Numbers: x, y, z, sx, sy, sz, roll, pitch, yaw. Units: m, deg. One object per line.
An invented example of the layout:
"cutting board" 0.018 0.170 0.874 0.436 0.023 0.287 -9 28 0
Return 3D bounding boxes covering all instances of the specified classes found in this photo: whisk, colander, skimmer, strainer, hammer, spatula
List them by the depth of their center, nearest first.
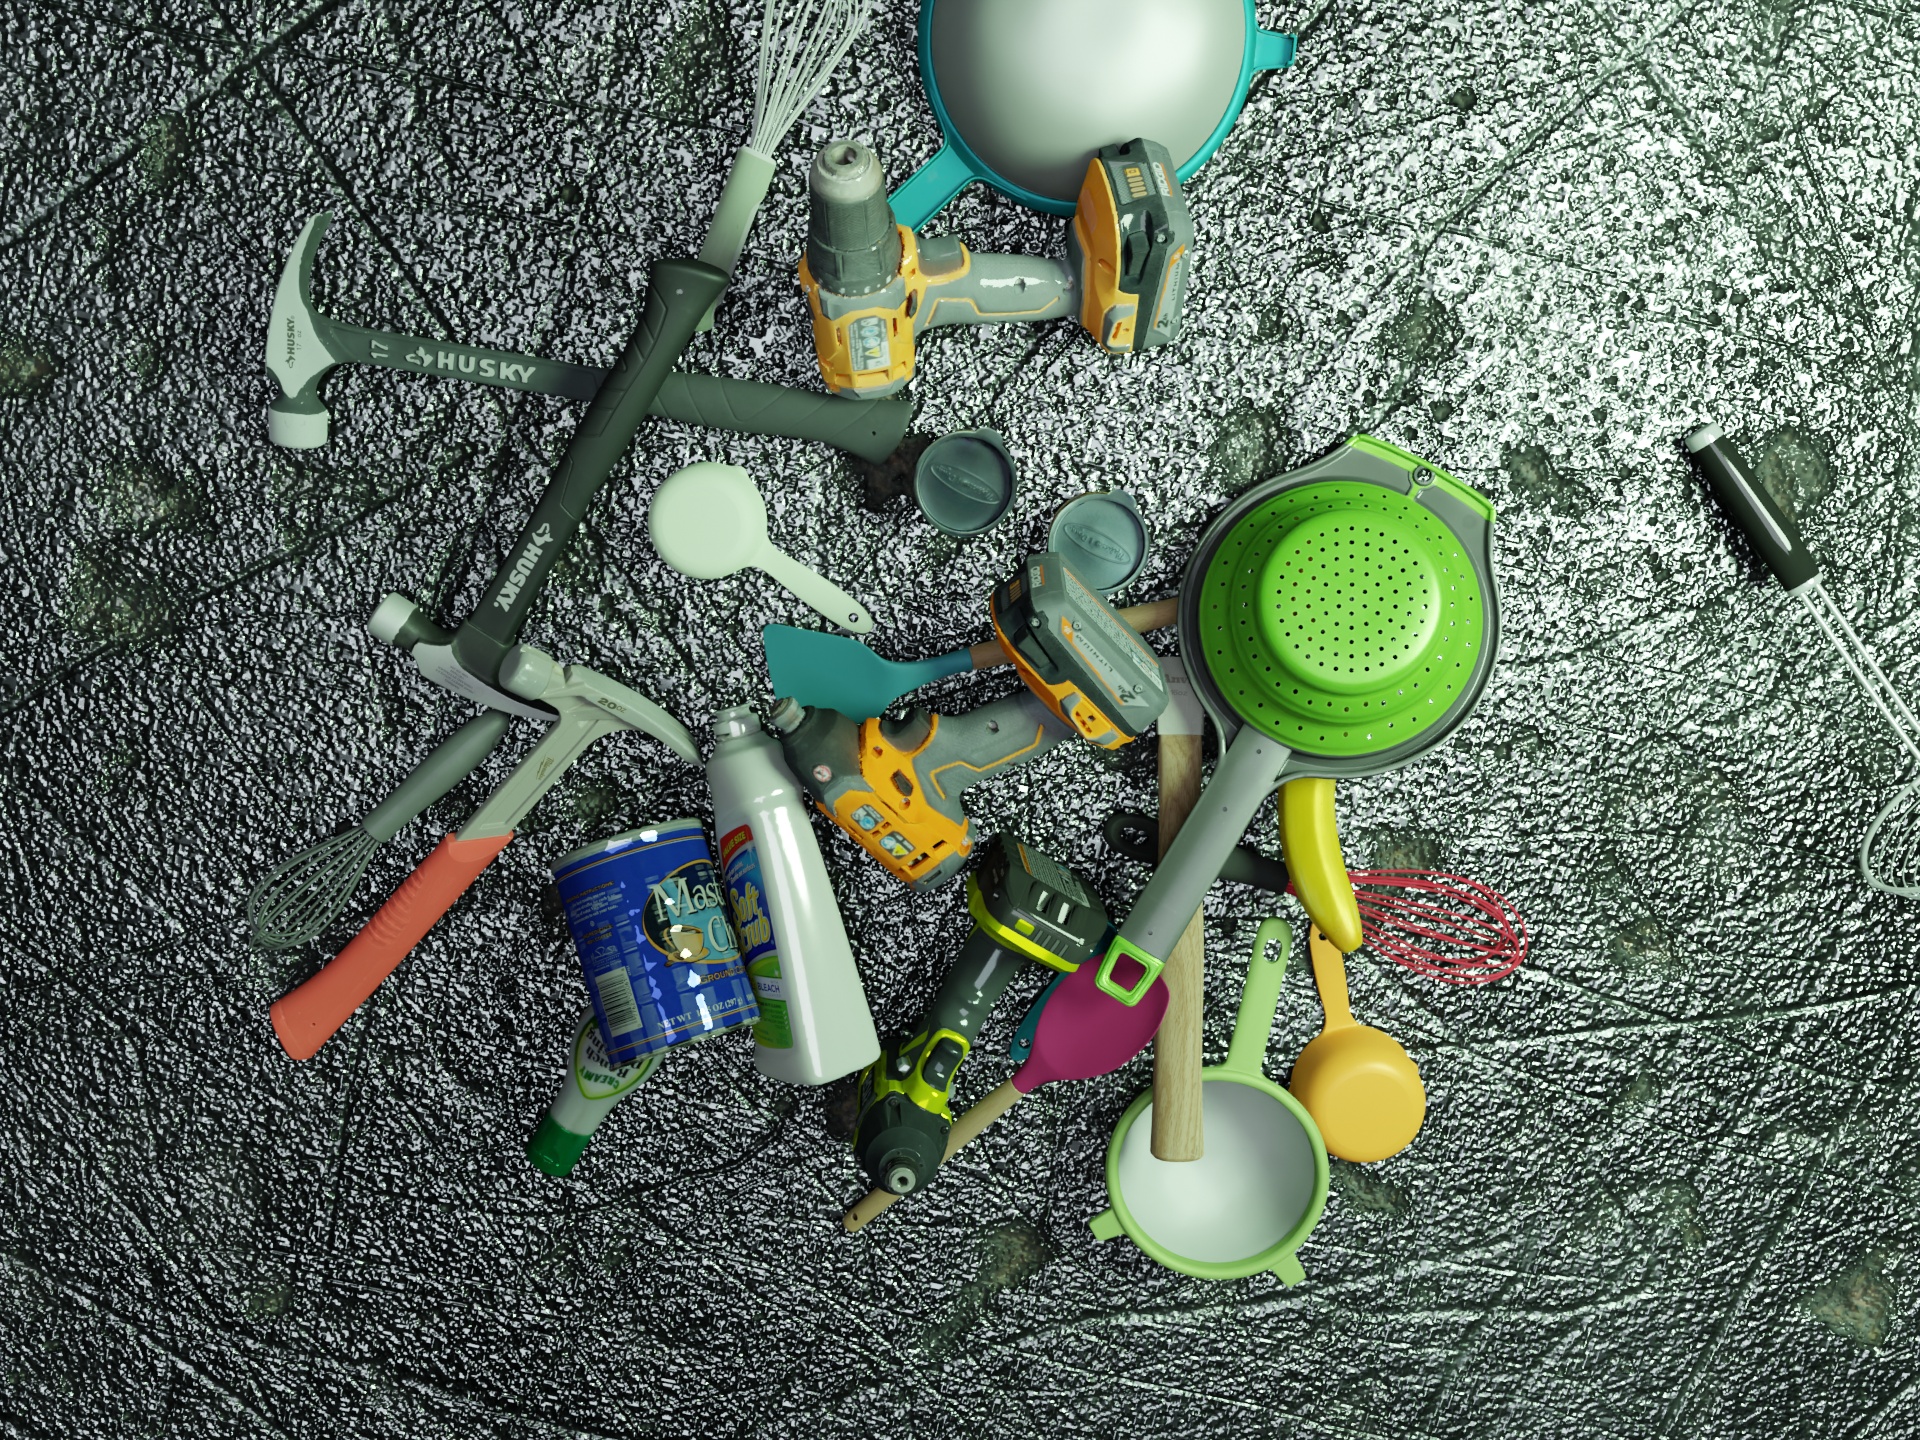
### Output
"strainer" 0.031 -0.373 0.958 0.340 0.095 0.211 -42 98 7
"colander" 0.194 0.003 0.978 0.204 0.094 0.397 31 90 9
"whisk" -0.122 -0.358 0.989 0.059 0.058 0.246 21 106 -13
"hammer" -0.240 -0.145 1.007 0.146 0.035 0.334 33 111 -9
"hammer" -0.234 -0.220 1.015 0.409 0.036 0.149 8 113 -3
"hammer" 0.147 0.124 1.050 0.130 0.031 0.331 0 90 10
"skimmer" 0.584 -0.040 1.055 0.127 0.090 0.363 -34 89 10
"spatula" 0.030 -0.053 1.058 0.317 0.044 0.082 -13 114 -3
"hammer" -0.339 0.106 1.075 0.359 0.037 0.149 -46 129 15
"whisk" 0.239 0.114 1.077 0.296 0.073 0.073 16 101 3
"whisk" -0.396 0.074 1.082 0.239 0.055 0.055 -41 98 3
"strainer" 0.187 0.253 1.101 0.151 0.069 0.256 13 97 3

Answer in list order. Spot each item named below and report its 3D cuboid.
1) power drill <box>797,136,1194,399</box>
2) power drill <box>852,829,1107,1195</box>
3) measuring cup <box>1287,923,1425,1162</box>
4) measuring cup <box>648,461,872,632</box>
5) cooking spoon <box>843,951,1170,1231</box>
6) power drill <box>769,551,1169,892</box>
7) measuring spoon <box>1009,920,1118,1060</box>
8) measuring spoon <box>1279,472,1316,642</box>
"power drill" 0.017 -0.277 0.933 0.226 0.185 0.084 -11 65 -3
"power drill" 0.004 0.196 1.039 0.080 0.171 0.223 30 97 -7
"measuring cup" 0.269 0.223 1.099 0.095 0.052 0.173 -13 103 3
"measuring cup" -0.129 -0.105 1.043 0.167 0.038 0.083 34 100 -4
"cooking spoon" 0.023 0.263 1.088 0.319 0.017 0.069 -44 69 23
"power drill" -0.002 -0.003 1.007 0.226 0.084 0.164 -37 116 21
"measuring spoon" 0.069 0.186 1.116 0.042 0.021 0.128 29 109 -6
"measuring spoon" 0.224 -0.107 1.056 0.021 0.011 0.117 -7 105 3
